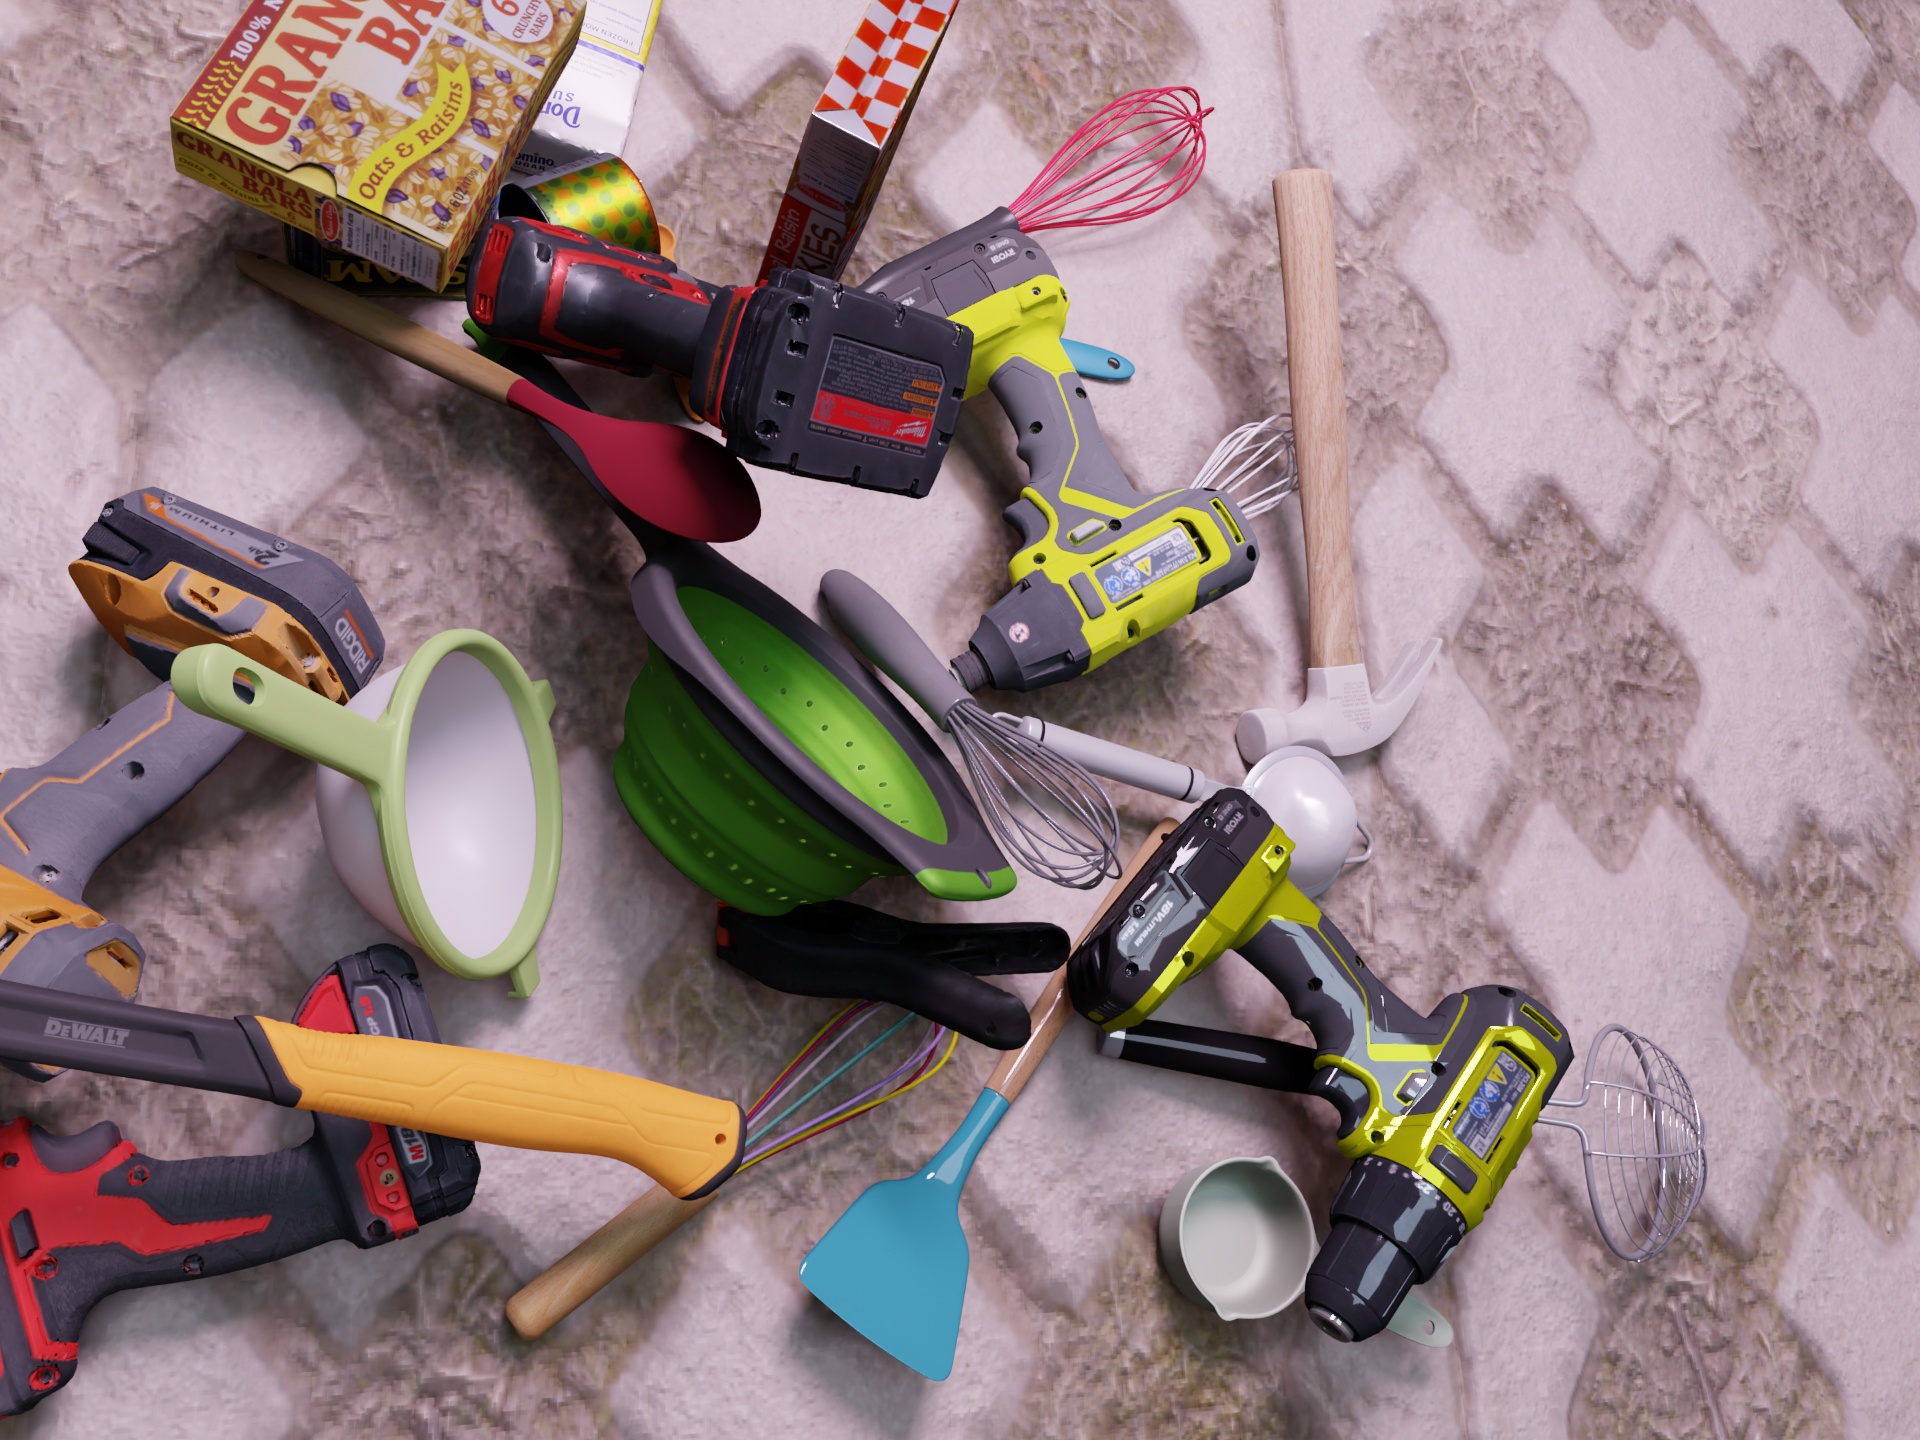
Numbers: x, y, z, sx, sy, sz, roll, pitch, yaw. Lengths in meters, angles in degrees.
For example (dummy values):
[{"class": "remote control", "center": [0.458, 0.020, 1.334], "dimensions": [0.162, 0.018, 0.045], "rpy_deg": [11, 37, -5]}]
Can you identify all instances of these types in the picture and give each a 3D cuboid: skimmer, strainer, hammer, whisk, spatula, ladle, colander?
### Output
[{"class": "skimmer", "center": [0.243, 0.207, 0.864], "dimensions": [0.363, 0.090, 0.127], "rpy_deg": [11, 69, -7]}, {"class": "strainer", "center": [-0.245, 0.023, 0.639], "dimensions": [0.069, 0.256, 0.152], "rpy_deg": [-5, 72, 12]}, {"class": "hammer", "center": [0.210, -0.145, 0.912], "dimensions": [0.130, 0.031, 0.331], "rpy_deg": [-7, 95, -24]}, {"class": "whisk", "center": [0.042, -0.301, 0.942], "dimensions": [0.296, 0.073, 0.073], "rpy_deg": [-35, 87, -22]}, {"class": "spatula", "center": [0.036, 0.165, 0.788], "dimensions": [0.082, 0.044, 0.317], "rpy_deg": [36, 62, 0]}, {"class": "whisk", "center": [-0.097, 0.197, 0.727], "dimensions": [0.245, 0.051, 0.047], "rpy_deg": [-35, 93, -24]}, {"class": "strainer", "center": [0.130, 0.038, 0.854], "dimensions": [0.258, 0.050, 0.087], "rpy_deg": [17, 81, -20]}, {"class": "whisk", "center": [0.000, -0.003, 0.783], "dimensions": [0.055, 0.055, 0.239], "rpy_deg": [-25, 54, -26]}, {"class": "ladle", "center": [-0.222, -0.159, 0.733], "dimensions": [0.315, 0.031, 0.069], "rpy_deg": [27, 36, 19]}, {"class": "colander", "center": [-0.142, -0.036, 0.758], "dimensions": [0.094, 0.204, 0.397], "rpy_deg": [-46, 72, 12]}, {"class": "hammer", "center": [-0.233, 0.124, 0.596], "dimensions": [0.336, 0.034, 0.127], "rpy_deg": [20, 68, -29]}, {"class": "whisk", "center": [0.119, -0.105, 0.912], "dimensions": [0.246, 0.057, 0.059], "rpy_deg": [-37, 54, -23]}]

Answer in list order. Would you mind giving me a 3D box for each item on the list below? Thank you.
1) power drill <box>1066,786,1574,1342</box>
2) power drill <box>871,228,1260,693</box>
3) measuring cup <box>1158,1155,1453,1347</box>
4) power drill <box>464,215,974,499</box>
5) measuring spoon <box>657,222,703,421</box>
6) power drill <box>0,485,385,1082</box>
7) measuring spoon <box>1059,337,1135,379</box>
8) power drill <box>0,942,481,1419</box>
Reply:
[{"class": "power drill", "center": [0.167, 0.163, 0.776], "dimensions": [0.228, 0.080, 0.190], "rpy_deg": [41, 65, 4]}, {"class": "power drill", "center": [0.030, -0.132, 0.845], "dimensions": [0.171, 0.080, 0.223], "rpy_deg": [-28, 79, -9]}, {"class": "measuring cup", "center": [0.174, 0.280, 0.808], "dimensions": [0.167, 0.038, 0.083], "rpy_deg": [29, 64, -12]}, {"class": "power drill", "center": [-0.099, -0.174, 0.749], "dimensions": [0.187, 0.227, 0.080], "rpy_deg": [2, 109, -50]}, {"class": "measuring spoon", "center": [-0.154, -0.215, 0.862], "dimensions": [0.021, 0.011, 0.117], "rpy_deg": [-10, 80, -29]}, {"class": "power drill", "center": [-0.371, 0.012, 0.645], "dimensions": [0.185, 0.084, 0.226], "rpy_deg": [21, 60, 13]}, {"class": "measuring spoon", "center": [0.047, -0.225, 0.935], "dimensions": [0.128, 0.021, 0.042], "rpy_deg": [11, 69, -16]}, {"class": "power drill", "center": [-0.316, 0.173, 0.632], "dimensions": [0.219, 0.078, 0.143], "rpy_deg": [-18, 79, -23]}]
